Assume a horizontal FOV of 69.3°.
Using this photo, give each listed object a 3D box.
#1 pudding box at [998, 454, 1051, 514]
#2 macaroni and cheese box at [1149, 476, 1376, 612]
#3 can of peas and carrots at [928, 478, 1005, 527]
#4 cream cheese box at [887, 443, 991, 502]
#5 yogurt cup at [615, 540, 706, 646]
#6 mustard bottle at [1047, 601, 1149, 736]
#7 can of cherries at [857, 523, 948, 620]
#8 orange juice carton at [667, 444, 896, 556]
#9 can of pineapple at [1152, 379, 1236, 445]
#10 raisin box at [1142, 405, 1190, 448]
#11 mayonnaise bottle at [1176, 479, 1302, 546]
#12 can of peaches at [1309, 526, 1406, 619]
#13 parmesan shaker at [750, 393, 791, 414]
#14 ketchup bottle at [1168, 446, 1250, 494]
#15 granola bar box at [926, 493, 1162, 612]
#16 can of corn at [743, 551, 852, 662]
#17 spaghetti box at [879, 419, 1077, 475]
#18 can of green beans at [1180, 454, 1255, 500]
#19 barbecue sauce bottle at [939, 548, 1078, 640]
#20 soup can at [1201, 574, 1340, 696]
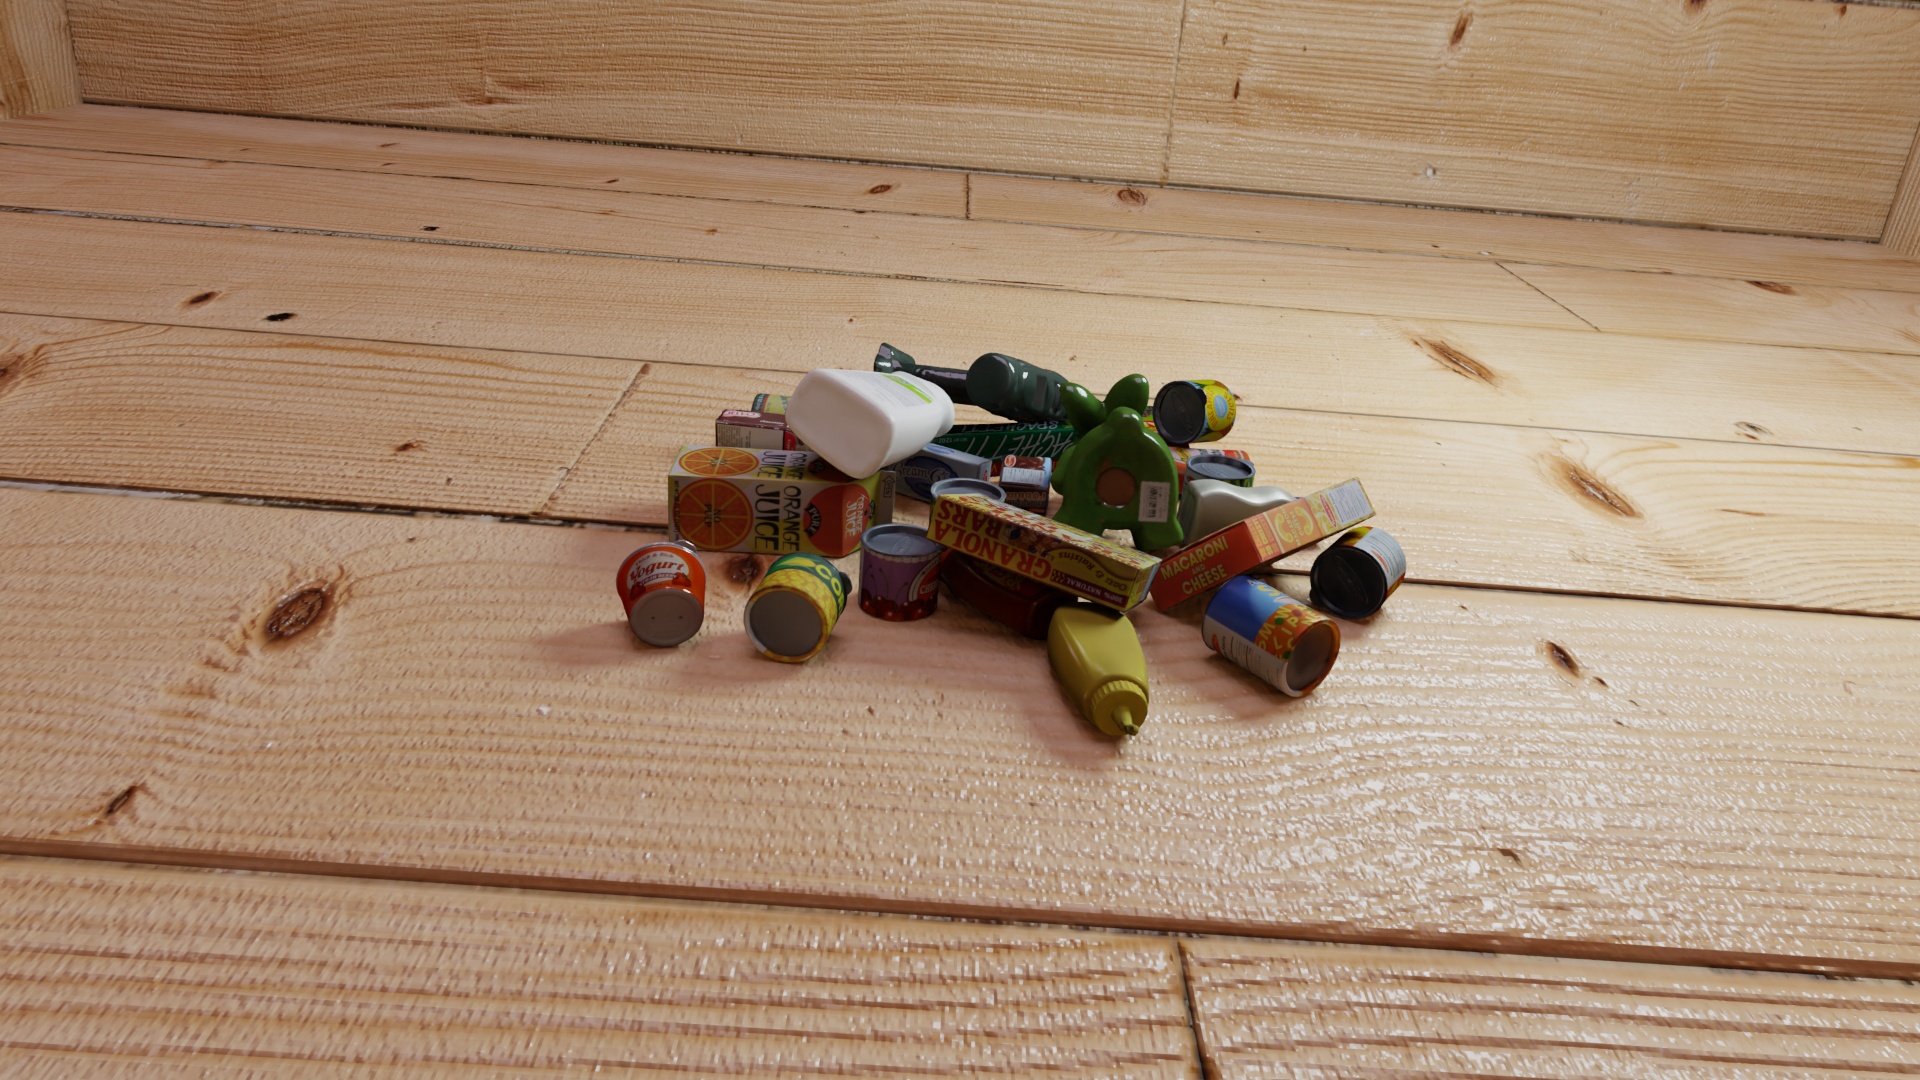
[{"bbox_3d":[0.063,-0.056,1.358,0.050,0.030,0.084,5,24,3],"label":"pudding box"},{"bbox_3d":[0.250,0.002,1.167,0.167,0.040,0.123,-18,-10,-41],"label":"macaroni and cheese box"},{"bbox_3d":[0.004,-0.015,1.222,0.071,0.058,0.071,4,25,-2],"label":"can of peas and carrots"},{"bbox_3d":[-0.022,-0.063,1.329,0.104,0.053,0.024,18,23,27],"label":"cream cheese box"},{"bbox_3d":[-0.223,0.043,1.046,0.072,0.072,0.054,-3,33,-16],"label":"yogurt cup"},{"bbox_3d":[0.103,0.098,0.999,0.065,0.048,0.161,4,24,-9],"label":"mustard bottle"},{"bbox_3d":[-0.047,0.026,1.122,0.071,0.058,0.072,4,23,-2],"label":"can of cherries"},{"bbox_3d":[-0.154,-0.034,1.218,0.193,0.071,0.073,3,25,-3],"label":"orange juice carton"},{"bbox_3d":[0.242,-0.132,1.423,0.058,0.070,0.071,-8,26,-44],"label":"can of pineapple"},{"bbox_3d":[0.193,-0.109,1.490,0.086,0.040,0.124,4,25,-3],"label":"raisin box"},{"bbox_3d":[0.276,-0.023,1.290,0.148,0.064,0.041,1,29,-19],"label":"mayonnaise bottle"},{"bbox_3d":[0.337,0.028,1.182,0.071,0.071,0.058,19,27,29],"label":"can of peaches"},{"bbox_3d":[-0.157,-0.110,1.396,0.103,0.071,0.071,6,24,2],"label":"parmesan shaker"},{"bbox_3d":[0.216,-0.071,1.404,0.149,0.043,0.065,4,27,-1],"label":"ketchup bottle"},{"bbox_3d":[0.068,0.008,1.103,0.166,0.039,0.124,20,7,14],"label":"granola bar box"},{"bbox_3d":[-0.121,0.050,1.042,0.071,0.070,0.058,8,25,7],"label":"can of corn"},{"bbox_3d":[0.027,-0.093,1.409,0.251,0.050,0.029,-4,27,-19],"label":"spaghetti box"},{"bbox_3d":[0.246,-0.045,1.332,0.071,0.057,0.071,4,24,-2],"label":"can of green beans"},{"bbox_3d":[0.023,0.034,1.134,0.065,0.043,0.149,-8,26,-45],"label":"barbecue sauce bottle"},{"bbox_3d":[0.239,0.070,1.061,0.071,0.071,0.084,-13,30,-35],"label":"soup can"}]
